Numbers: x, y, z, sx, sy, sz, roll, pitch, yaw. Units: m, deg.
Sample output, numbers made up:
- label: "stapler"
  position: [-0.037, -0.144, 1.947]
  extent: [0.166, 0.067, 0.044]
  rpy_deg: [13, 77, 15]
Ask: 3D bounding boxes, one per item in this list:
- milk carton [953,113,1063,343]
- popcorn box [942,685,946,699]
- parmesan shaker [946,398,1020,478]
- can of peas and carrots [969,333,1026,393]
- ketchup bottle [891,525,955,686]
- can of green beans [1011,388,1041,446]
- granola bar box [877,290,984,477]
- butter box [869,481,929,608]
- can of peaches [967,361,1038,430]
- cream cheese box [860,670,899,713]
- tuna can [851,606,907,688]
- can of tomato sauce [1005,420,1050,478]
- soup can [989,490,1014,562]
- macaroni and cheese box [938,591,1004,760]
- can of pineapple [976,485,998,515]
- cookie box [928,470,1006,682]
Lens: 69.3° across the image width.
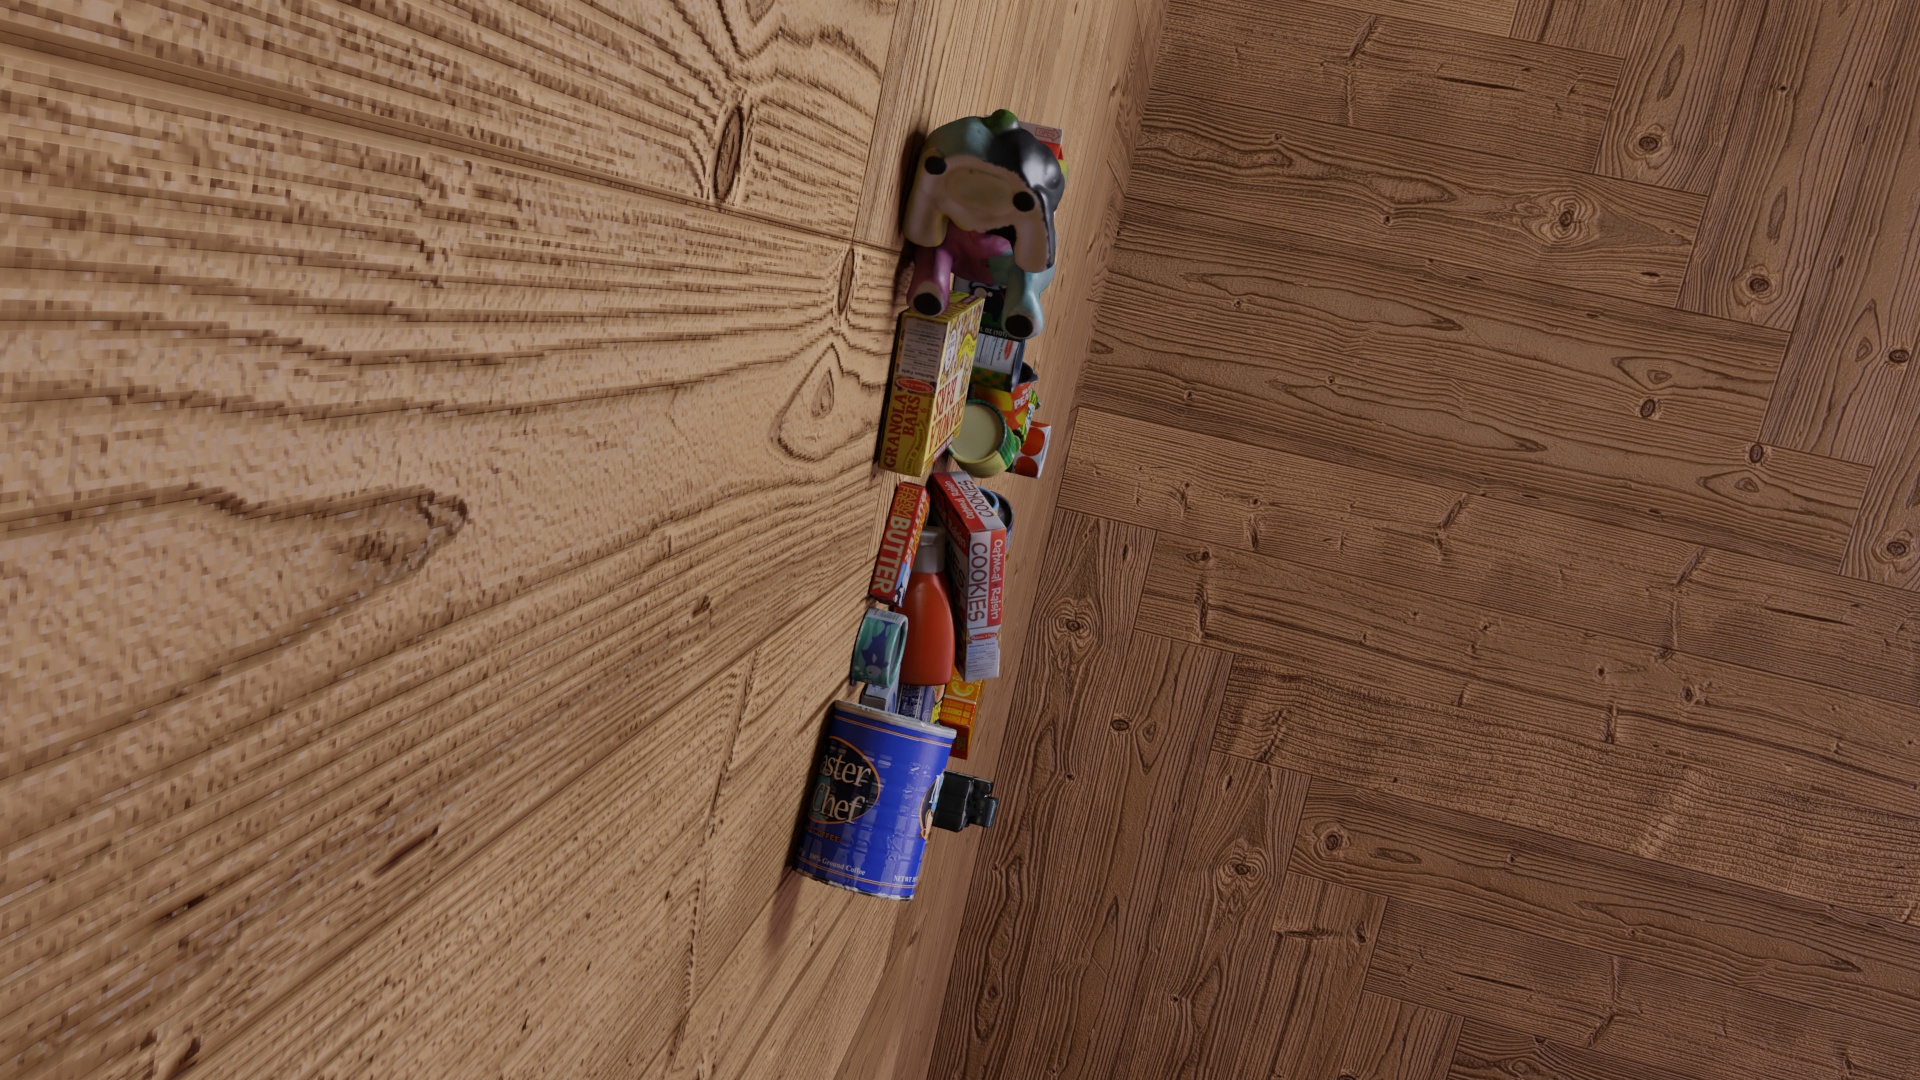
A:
- label: "milk carton"
  position: [0.042, -0.279, 1.226]
  extent: [0.074, 0.072, 0.189]
  rpy_deg: [-67, 168, -51]
- label: "popcorn box"
  position: [-0.045, 0.205, 1.579]
  extent: [0.127, 0.038, 0.085]
  rpy_deg: [4, 100, -83]
- label: "parmesan shaker"
  position: [0.022, -0.102, 1.397]
  extent: [0.103, 0.071, 0.071]
  rpy_deg: [42, 62, -82]
- label: "can of peas and carrots"
  position: [0.030, -0.182, 1.366]
  extent: [0.071, 0.059, 0.071]
  rpy_deg: [10, 93, -84]
- label: "ketchup bottle"
  position: [-0.035, 0.062, 1.311]
  extent: [0.043, 0.065, 0.148]
  rpy_deg: [-100, -167, -76]
- label: "can of green beans"
  position: [0.048, -0.141, 1.548]
  extent: [0.071, 0.071, 0.058]
  rpy_deg: [90, 15, -62]
- label: "granola bar box"
  position: [-0.023, -0.131, 1.125]
  extent: [0.166, 0.039, 0.123]
  rpy_deg: [-56, 158, -71]
- label: "butter box"
  position: [-0.052, 0.004, 1.204]
  extent: [0.053, 0.024, 0.103]
  rpy_deg: [67, 38, -79]
- label: "can of peaches"
  position: [0.044, -0.155, 1.472]
  extent: [0.071, 0.071, 0.057]
  rpy_deg: [-66, 169, -56]
- label: "cream cheese box"
  position: [-0.078, 0.166, 1.304]
  extent: [0.054, 0.024, 0.103]
  rpy_deg: [-70, 170, -52]
- label: "tuna can"
  position: [-0.070, 0.095, 1.200]
  extent: [0.071, 0.033, 0.071]
  rpy_deg: [10, 93, -83]
- label: "can of tomato sauce"
  position: [0.057, -0.112, 1.609]
  extent: [0.071, 0.083, 0.071]
  rpy_deg: [10, 93, -83]
- label: "soup can"
  position: [0.030, -0.007, 1.643]
  extent: [0.083, 0.071, 0.072]
  rpy_deg: [92, 14, -60]
- label: "macaroni and cheese box"
  position: [0.010, 0.151, 1.583]
  extent: [0.123, 0.040, 0.167]
  rpy_deg: [93, 11, -64]
- label: "can of pineapple"
  position: [0.005, -0.018, 1.431]
  extent: [0.071, 0.071, 0.057]
  rpy_deg: [-65, 166, -58]
- label: "cookie box"
  position: [0.003, 0.033, 1.348]
  extent: [0.123, 0.040, 0.166]
  rpy_deg: [-124, -149, -56]
